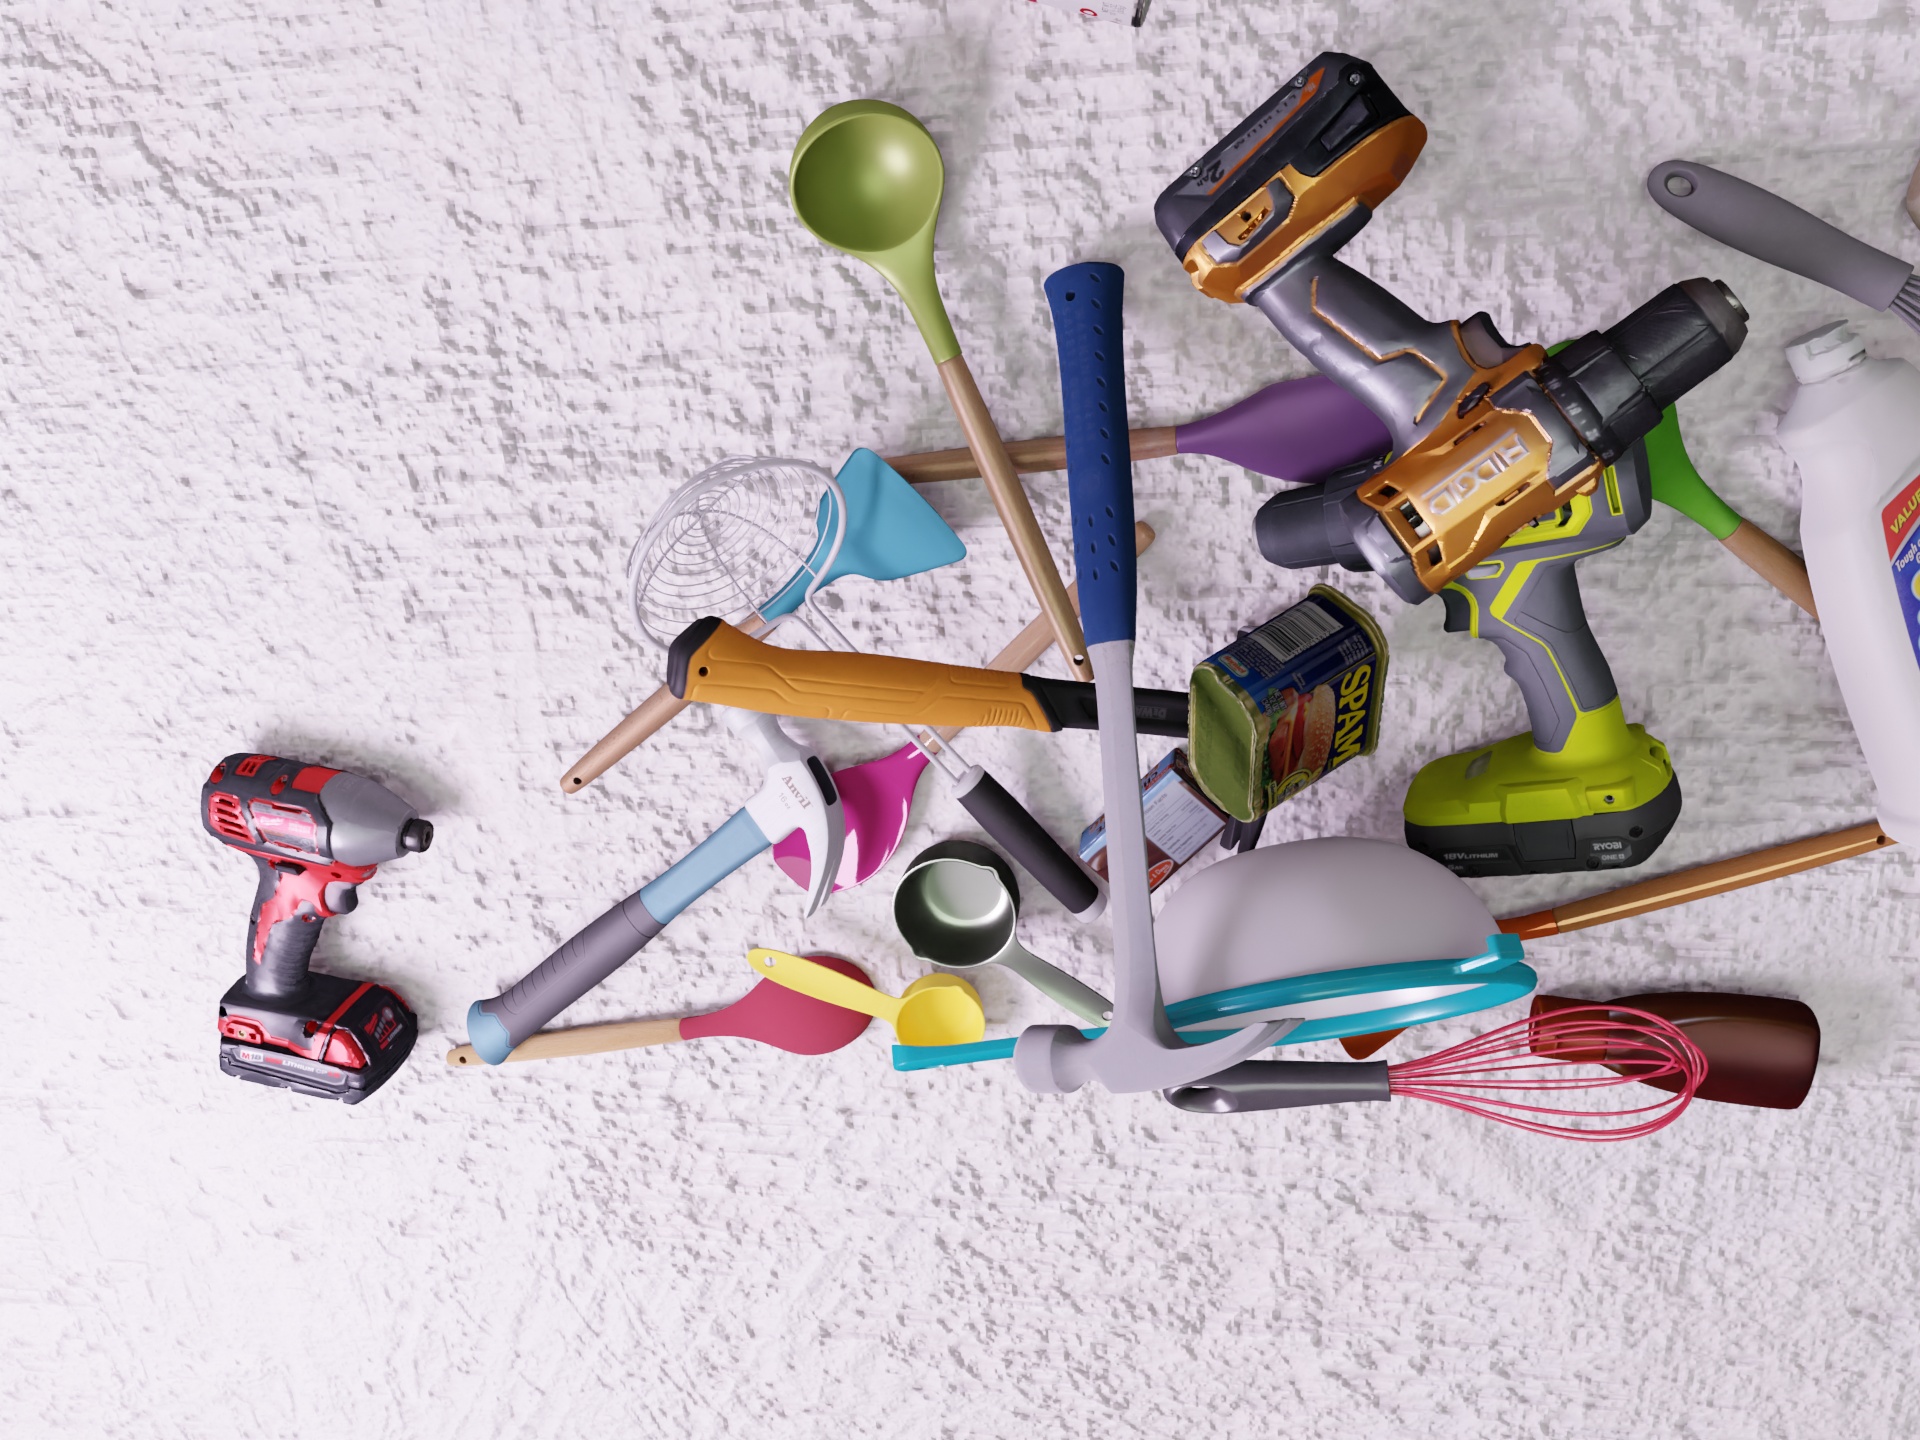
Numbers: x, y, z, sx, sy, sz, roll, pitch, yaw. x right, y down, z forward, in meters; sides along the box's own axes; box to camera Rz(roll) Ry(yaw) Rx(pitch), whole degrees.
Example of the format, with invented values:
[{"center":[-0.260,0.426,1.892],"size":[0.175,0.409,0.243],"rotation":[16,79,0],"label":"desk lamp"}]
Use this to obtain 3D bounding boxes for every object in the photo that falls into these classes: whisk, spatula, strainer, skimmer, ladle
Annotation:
[{"center":[0.421,-0.193,0.721],"size":[0.239,0.055,0.055],"rotation":[33,117,14],"label":"whisk"},{"center":[-0.133,-0.041,0.921],"size":[0.317,0.044,0.082],"rotation":[-37,110,24],"label":"spatula"},{"center":[0.260,0.202,0.893],"size":[0.296,0.073,0.073],"rotation":[-5,113,15],"label":"whisk"},{"center":[0.361,0.111,0.894],"size":[0.322,0.041,0.081],"rotation":[-19,101,17],"label":"spatula"},{"center":[0.122,0.123,0.848],"size":[0.340,0.210,0.095],"rotation":[-10,72,14],"label":"strainer"},{"center":[-0.030,0.004,0.864],"size":[0.127,0.090,0.363],"rotation":[-43,112,3],"label":"skimmer"},{"center":[0.090,-0.144,0.845],"size":[0.316,0.018,0.059],"rotation":[-4,118,12],"label":"spatula"},{"center":[-0.206,0.206,1.056],"size":[0.315,0.031,0.069],"rotation":[-11,105,17],"label":"ladle"},{"center":[0.004,-0.160,0.818],"size":[0.078,0.062,0.320],"rotation":[-22,103,12],"label":"ladle"}]

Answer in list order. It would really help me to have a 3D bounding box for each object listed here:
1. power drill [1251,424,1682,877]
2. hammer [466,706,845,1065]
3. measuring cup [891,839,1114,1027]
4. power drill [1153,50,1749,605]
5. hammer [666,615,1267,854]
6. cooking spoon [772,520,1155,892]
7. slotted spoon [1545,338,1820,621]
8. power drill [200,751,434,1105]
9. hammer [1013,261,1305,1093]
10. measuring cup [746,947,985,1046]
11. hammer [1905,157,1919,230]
[{"center":[0.265,-0.037,0.820],"size":[0.190,0.080,0.228],"rotation":[-8,112,31],"label":"power drill"},{"center":[-0.202,0.122,1.001],"size":[0.331,0.033,0.128],"rotation":[-37,89,24],"label":"hammer"},{"center":[0.036,0.134,0.971],"size":[0.167,0.038,0.083],"rotation":[35,116,-8],"label":"measuring cup"},{"center":[0.217,-0.193,0.722],"size":[0.185,0.084,0.226],"rotation":[-37,79,23],"label":"power drill"},{"center":[0.016,-0.004,0.826],"size":[0.336,0.034,0.127],"rotation":[6,99,-18],"label":"hammer"},{"center":[-0.001,-0.003,0.926],"size":[0.068,0.017,0.319],"rotation":[43,115,-7],"label":"cooking spoon"},{"center":[0.411,-0.084,0.806],"size":[0.313,0.031,0.070],"rotation":[35,113,-7],"label":"slotted spoon"},{"center":[-0.415,0.133,1.038],"size":[0.143,0.079,0.219],"rotation":[11,112,6],"label":"power drill"},{"center":[0.079,-0.027,0.770],"size":[0.144,0.035,0.406],"rotation":[-11,78,39],"label":"hammer"},{"center":[-0.059,0.169,0.999],"size":[0.156,0.029,0.062],"rotation":[21,108,-5],"label":"measuring cup"},{"center":[0.577,-0.111,0.756],"size":[0.146,0.038,0.410],"rotation":[-32,104,20],"label":"hammer"}]
